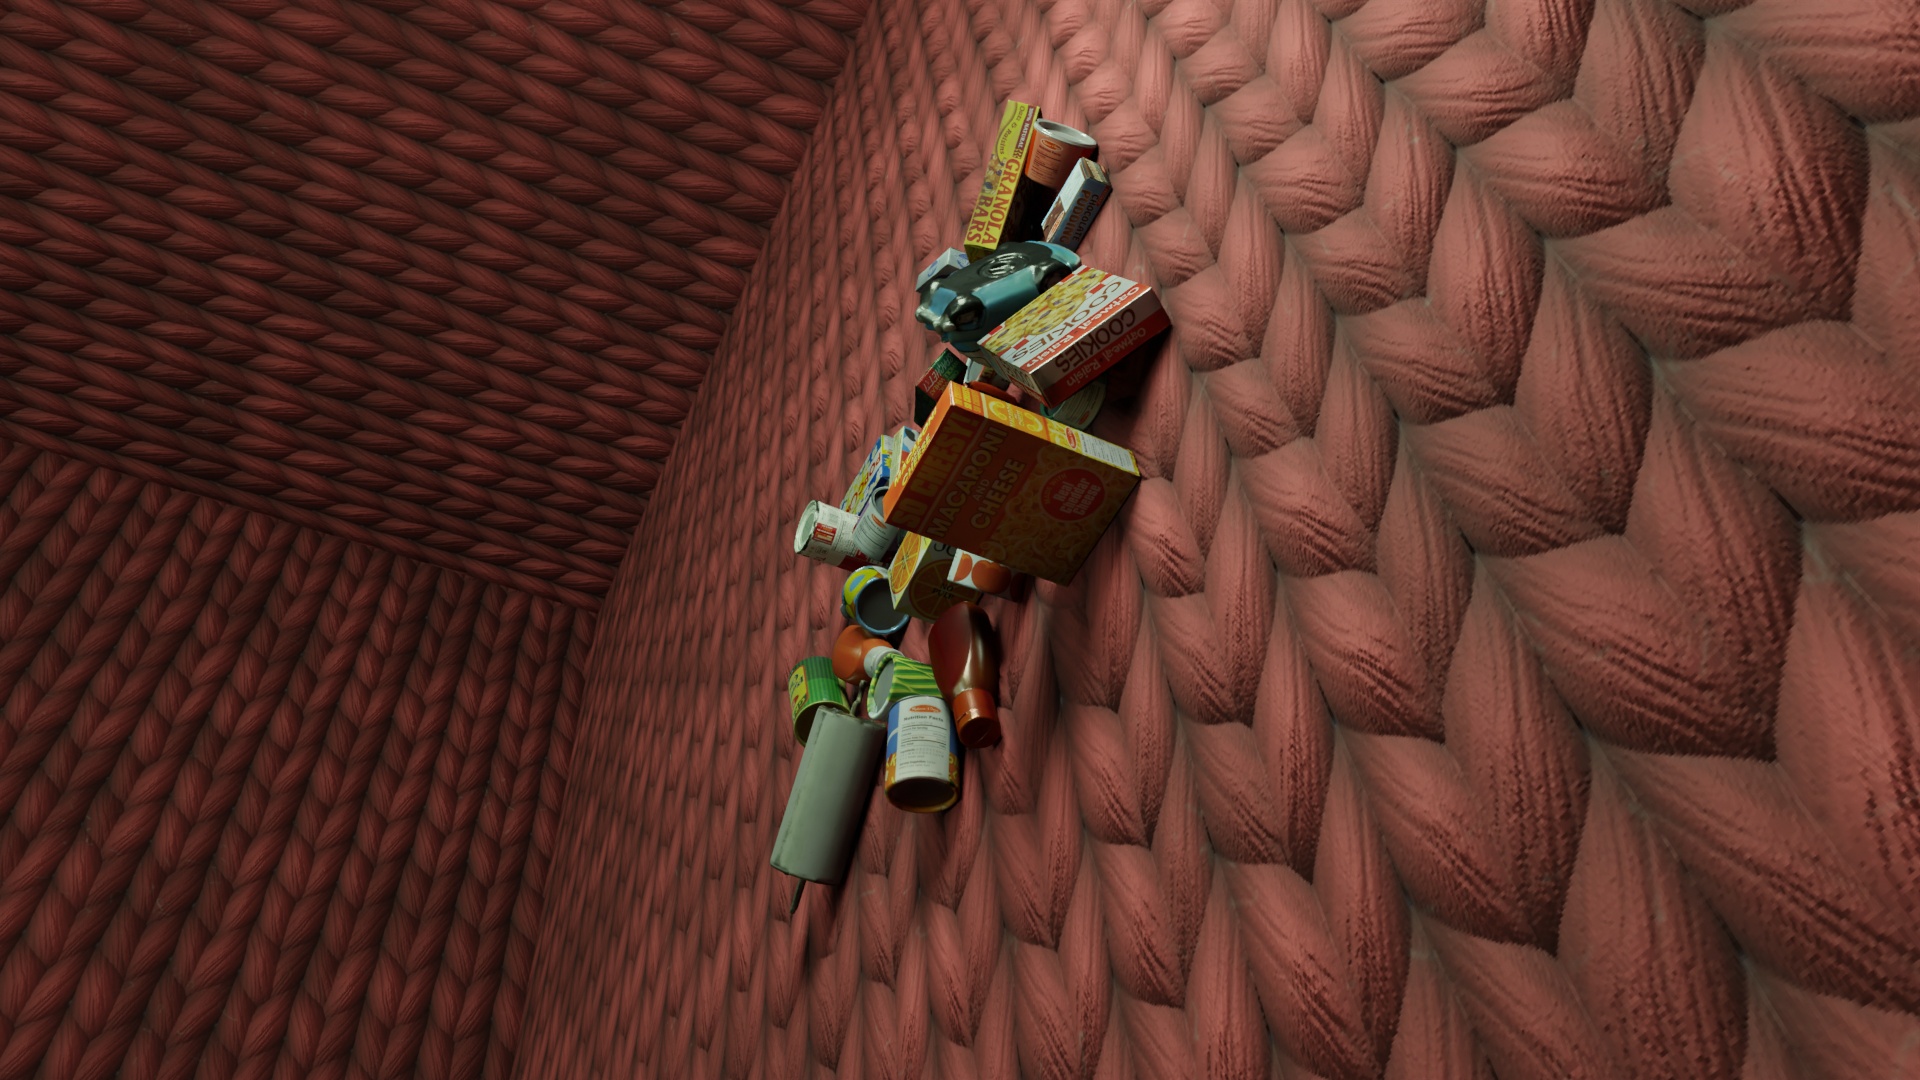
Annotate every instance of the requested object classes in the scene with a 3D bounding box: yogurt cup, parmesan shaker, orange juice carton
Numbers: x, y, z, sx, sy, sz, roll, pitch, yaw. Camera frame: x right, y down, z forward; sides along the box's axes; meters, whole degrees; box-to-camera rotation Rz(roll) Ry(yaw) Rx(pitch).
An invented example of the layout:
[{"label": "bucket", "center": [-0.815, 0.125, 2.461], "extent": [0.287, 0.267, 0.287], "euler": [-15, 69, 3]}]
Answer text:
[{"label": "yogurt cup", "center": [0.100, -0.394, 1.428], "extent": [0.073, 0.072, 0.053], "euler": [-105, 31, -58]}, {"label": "parmesan shaker", "center": [-0.160, 0.186, 1.572], "extent": [0.071, 0.071, 0.103], "euler": [-64, 20, 18]}, {"label": "orange juice carton", "center": [0.005, -0.016, 1.311], "extent": [0.191, 0.073, 0.072], "euler": [-62, 21, 23]}]

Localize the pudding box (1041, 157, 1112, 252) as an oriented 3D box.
[{"label": "pudding box", "center": [0.114, -0.331, 1.378], "extent": [0.083, 0.030, 0.050], "euler": [-58, 24, 32]}]

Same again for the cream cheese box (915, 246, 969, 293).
[{"label": "cream cheese box", "center": [-0.010, -0.315, 1.658], "extent": [0.103, 0.053, 0.024], "euler": [-22, 54, 65]}]

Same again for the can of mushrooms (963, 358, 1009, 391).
[{"label": "can of mushrooms", "center": [0.032, -0.183, 1.455], "extent": [0.070, 0.033, 0.071], "euler": [-54, 25, 39]}]

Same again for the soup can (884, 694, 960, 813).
[{"label": "soup can", "center": [-0.033, 0.191, 1.231], "extent": [0.071, 0.071, 0.084], "euler": [-52, 27, 43]}]

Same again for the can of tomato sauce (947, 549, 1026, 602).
[{"label": "can of tomato sauce", "center": [0.033, 0.007, 1.228], "extent": [0.071, 0.071, 0.083], "euler": [13, 85, 70]}]

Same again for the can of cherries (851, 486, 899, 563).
[{"label": "can of cherries", "center": [-0.079, -0.017, 1.552], "extent": [0.058, 0.071, 0.072], "euler": [-59, 23, 33]}]

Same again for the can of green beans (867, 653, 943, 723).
[{"label": "can of green beans", "center": [-0.050, 0.146, 1.327], "extent": [0.071, 0.058, 0.071], "euler": [-53, 26, 41]}]

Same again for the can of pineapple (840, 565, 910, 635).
[{"label": "can of pineapple", "center": [-0.091, 0.066, 1.496], "extent": [0.071, 0.071, 0.058], "euler": [-70, 20, 3]}]

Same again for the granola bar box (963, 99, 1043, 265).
[{"label": "granola bar box", "center": [0.051, -0.369, 1.497], "extent": [0.124, 0.039, 0.165], "euler": [55, -129, -79]}]

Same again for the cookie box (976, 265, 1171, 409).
[{"label": "cookie box", "center": [0.094, -0.177, 1.191], "extent": [0.123, 0.040, 0.168], "euler": [-36, 22, -2]}]

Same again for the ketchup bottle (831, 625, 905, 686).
[{"label": "ketchup bottle", "center": [-0.097, 0.128, 1.491], "extent": [0.148, 0.043, 0.065], "euler": [4, 76, 70]}]

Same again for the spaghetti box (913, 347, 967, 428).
[{"label": "spaghetti box", "center": [-0.023, -0.151, 1.444], "extent": [0.050, 0.028, 0.250], "euler": [-50, 0, -4]}]

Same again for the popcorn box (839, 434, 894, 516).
[{"label": "popcorn box", "center": [-0.106, -0.054, 1.692], "extent": [0.126, 0.038, 0.085], "euler": [-57, 24, 34]}]

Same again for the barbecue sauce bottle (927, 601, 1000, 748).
[{"label": "barbecue sauce bottle", "center": [0.006, 0.120, 1.223], "extent": [0.064, 0.043, 0.149], "euler": [-49, 28, 22]}]

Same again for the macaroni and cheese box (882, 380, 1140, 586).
[{"label": "macaroni and cheese box", "center": [0.039, -0.042, 1.105], "extent": [0.123, 0.166, 0.040], "euler": [-59, 22, 30]}]

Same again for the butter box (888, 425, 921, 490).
[{"label": "butter box", "center": [-0.050, -0.073, 1.542], "extent": [0.024, 0.053, 0.104], "euler": [-44, 33, 47]}]

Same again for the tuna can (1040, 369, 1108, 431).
[{"label": "tuna can", "center": [0.099, -0.132, 1.228], "extent": [0.070, 0.033, 0.071], "euler": [-52, 27, 41]}]
